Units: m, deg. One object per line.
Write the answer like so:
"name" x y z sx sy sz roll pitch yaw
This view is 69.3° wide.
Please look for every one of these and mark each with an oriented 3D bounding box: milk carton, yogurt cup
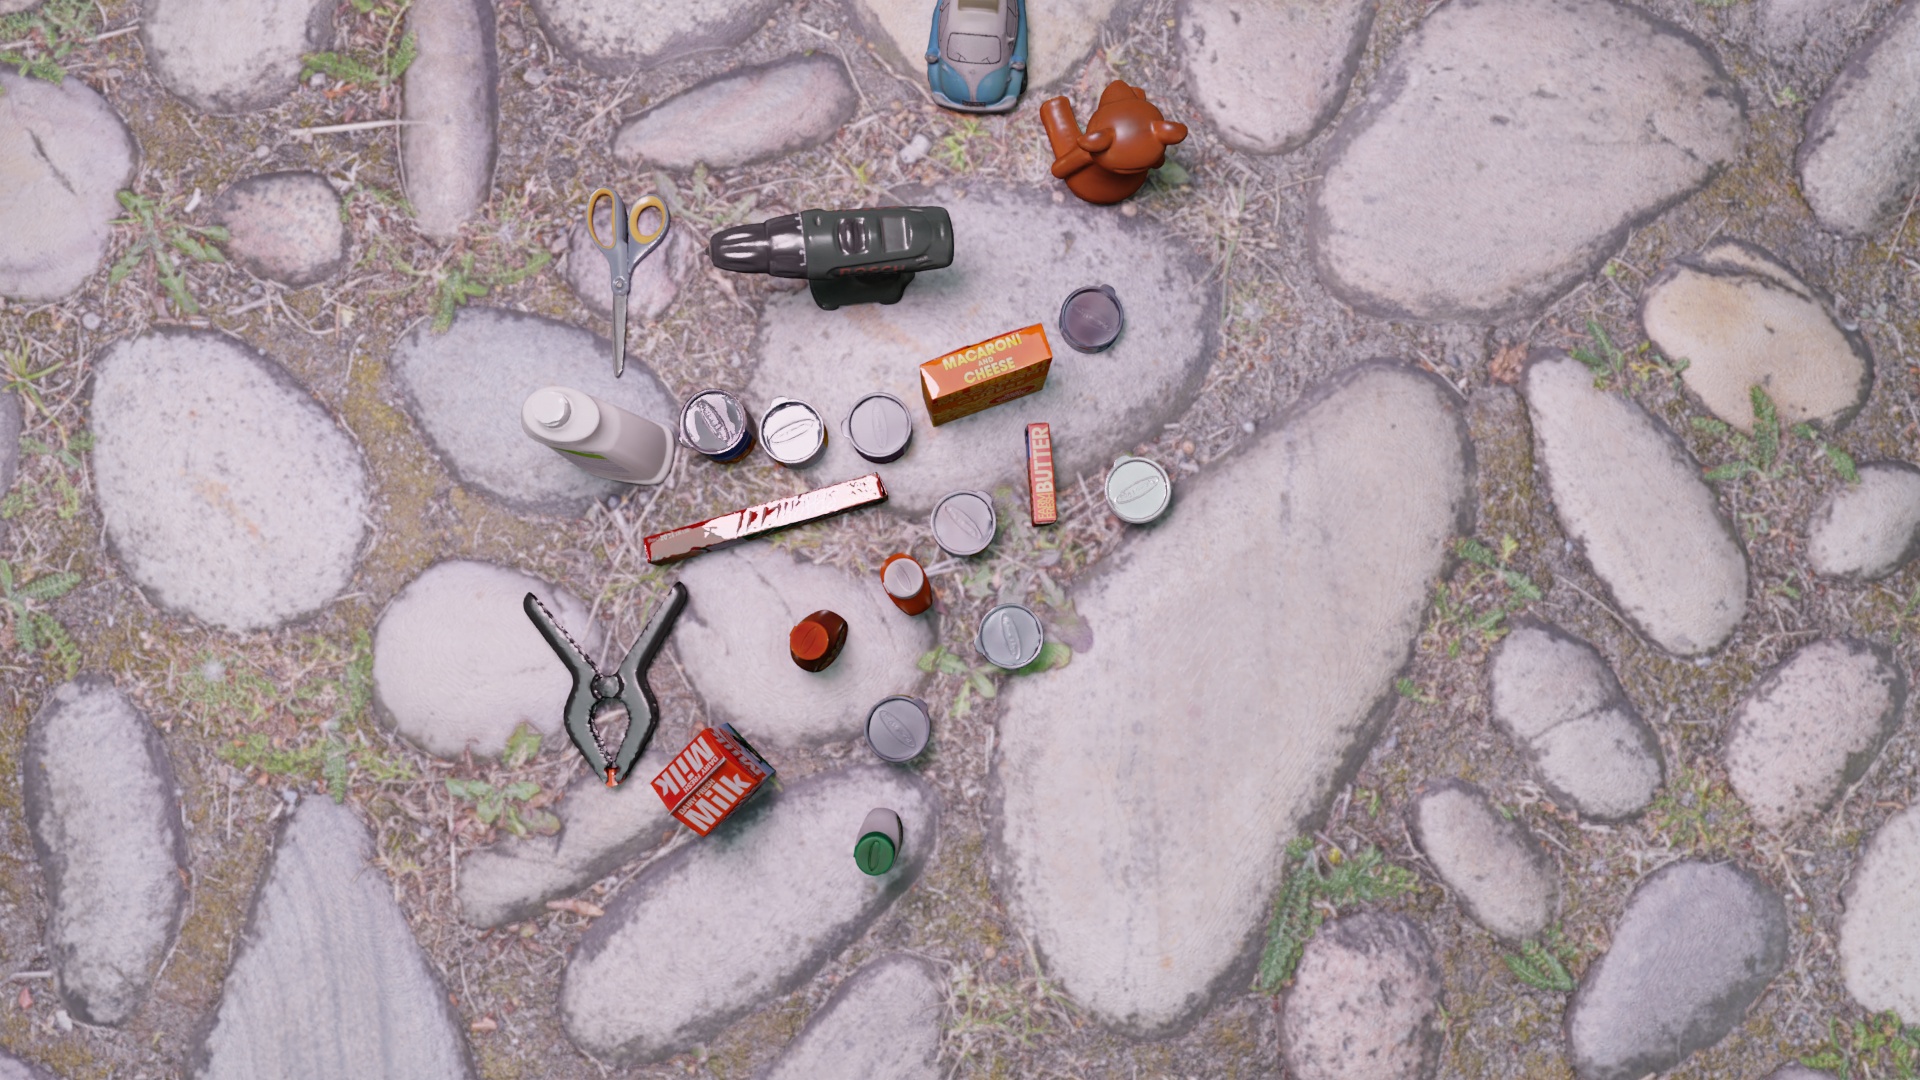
"milk carton" -0.236 0.227 1.324 0.073 0.190 0.072 44 86 3
"yogurt cup" 0.178 -0.049 1.422 0.072 0.054 0.072 0 85 0

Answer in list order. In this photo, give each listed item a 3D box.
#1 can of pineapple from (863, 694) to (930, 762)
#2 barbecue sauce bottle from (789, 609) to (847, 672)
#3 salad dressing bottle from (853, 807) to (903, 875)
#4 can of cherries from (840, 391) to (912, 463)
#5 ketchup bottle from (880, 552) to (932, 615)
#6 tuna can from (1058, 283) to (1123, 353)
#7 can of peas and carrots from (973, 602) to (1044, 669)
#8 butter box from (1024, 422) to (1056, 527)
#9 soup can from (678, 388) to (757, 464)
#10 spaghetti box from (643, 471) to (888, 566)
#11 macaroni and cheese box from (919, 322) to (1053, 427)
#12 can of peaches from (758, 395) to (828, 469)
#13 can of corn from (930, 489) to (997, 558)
"can of pineapple" -0.061 0.187 1.396 0.071 0.058 0.071 0 85 0
"barbecue sauce bottle" -0.141 0.098 1.358 0.044 0.148 0.065 29 86 2
"salad dressing bottle" -0.080 0.295 1.340 0.044 0.147 0.064 9 85 0
"can of cherries" -0.085 -0.115 1.423 0.071 0.058 0.071 0 85 0
"ketchup bottle" -0.054 0.041 1.364 0.043 0.148 0.065 -29 86 -3
"tuna can" 0.137 -0.232 1.449 0.071 0.033 0.071 0 85 0
"can of peas and carrots" 0.048 0.098 1.404 0.071 0.058 0.071 0 85 0
"butter box" 0.082 -0.067 1.423 0.024 0.053 0.103 -4 85 -1
"soup can" -0.247 -0.113 1.409 0.071 0.083 0.071 0 85 0
"spaghetti box" -0.196 -0.021 1.418 0.250 0.050 0.028 -16 86 -2
"macaroni and cheese box" 0.023 -0.162 1.374 0.124 0.166 0.040 -20 86 -2
"can of peaches" -0.171 -0.110 1.422 0.071 0.058 0.071 0 85 0
"can of corn" 0.005 -0.018 1.415 0.071 0.058 0.071 0 85 0
